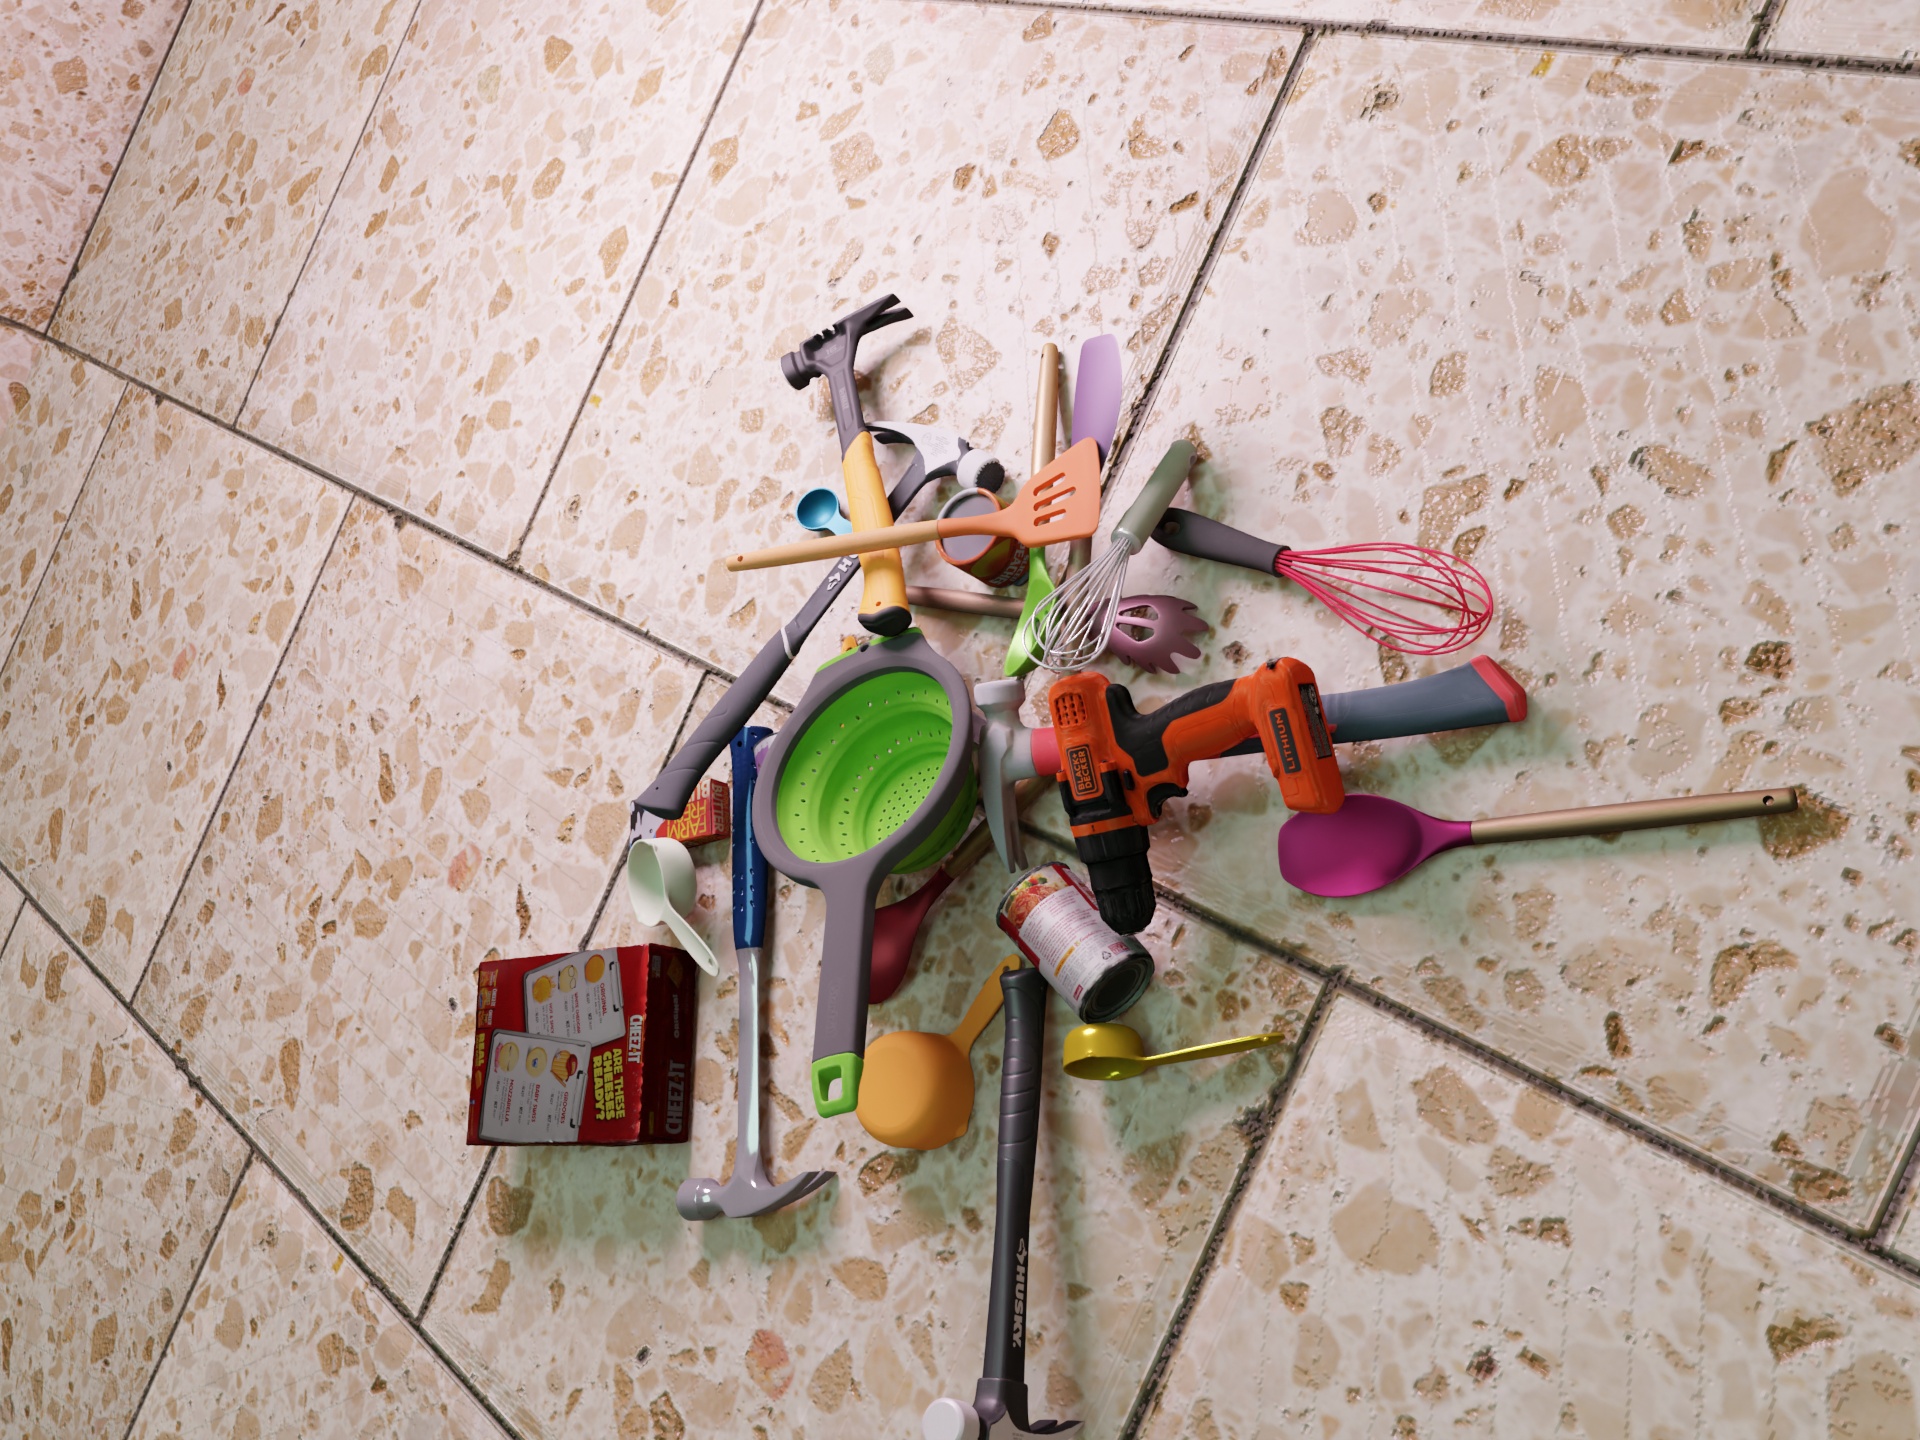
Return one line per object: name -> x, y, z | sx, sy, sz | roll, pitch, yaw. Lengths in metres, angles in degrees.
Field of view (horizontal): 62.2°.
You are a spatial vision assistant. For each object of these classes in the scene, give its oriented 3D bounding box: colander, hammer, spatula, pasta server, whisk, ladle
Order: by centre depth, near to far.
hammer -> 0.040, 0.329, 1.095 | 0.035, 0.146, 0.335 | -14, 57, 31
hammer -> 0.190, 0.022, 1.100 | 0.386, 0.038, 0.143 | -7, 90, 28
whisk -> 0.241, -0.107, 1.111 | 0.296, 0.073, 0.073 | 25, 91, 44
whisk -> 0.115, -0.123, 1.148 | 0.059, 0.057, 0.246 | 21, 55, 19
colander -> -0.057, 0.117, 1.181 | 0.204, 0.094, 0.398 | -21, 47, 27
spatula -> 0.091, -0.129, 1.184 | 0.060, 0.018, 0.316 | 9, 94, 58
spatula -> -0.041, -0.148, 1.225 | 0.322, 0.041, 0.081 | -7, 69, 21
ladle -> 0.009, 0.100, 1.230 | 0.315, 0.031, 0.069 | -47, 53, 12
pasta server -> 0.051, -0.086, 1.258 | 0.316, 0.040, 0.060 | 11, 83, 41
hammer -> -0.170, 0.201, 1.320 | 0.144, 0.035, 0.406 | -14, 68, 32
hammer -> -0.076, -0.212, 1.325 | 0.127, 0.034, 0.337 | -26, 54, 20
hammer -> -0.136, -0.084, 1.336 | 0.149, 0.036, 0.409 | 36, 86, 39

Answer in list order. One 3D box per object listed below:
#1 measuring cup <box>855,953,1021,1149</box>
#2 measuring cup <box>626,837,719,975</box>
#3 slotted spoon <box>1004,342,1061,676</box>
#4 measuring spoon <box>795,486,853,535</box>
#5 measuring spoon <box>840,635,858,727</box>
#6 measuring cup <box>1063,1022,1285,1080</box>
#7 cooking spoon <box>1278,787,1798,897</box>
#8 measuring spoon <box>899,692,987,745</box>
measuring cup -> -0.016, 0.242, 1.186 | 0.095, 0.052, 0.173 | 41, 103, 36
measuring cup -> -0.232, 0.161, 1.349 | 0.168, 0.038, 0.083 | 41, 126, 41
slotted spoon -> 0.064, -0.170, 1.242 | 0.070, 0.031, 0.314 | 138, 142, -55
measuring spoon -> -0.094, -0.160, 1.391 | 0.129, 0.021, 0.042 | 40, 86, 28
measuring spoon -> -0.092, -0.018, 1.349 | 0.021, 0.011, 0.117 | -16, 64, 31
measuring cup -> 0.144, 0.218, 1.088 | 0.156, 0.062, 0.029 | -14, 58, 20
cooking spoon -> 0.349, 0.068, 1.001 | 0.319, 0.017, 0.069 | -10, 71, 34
measuring spoon -> -0.002, -0.004, 1.279 | 0.124, 0.018, 0.034 | 34, 96, 30
